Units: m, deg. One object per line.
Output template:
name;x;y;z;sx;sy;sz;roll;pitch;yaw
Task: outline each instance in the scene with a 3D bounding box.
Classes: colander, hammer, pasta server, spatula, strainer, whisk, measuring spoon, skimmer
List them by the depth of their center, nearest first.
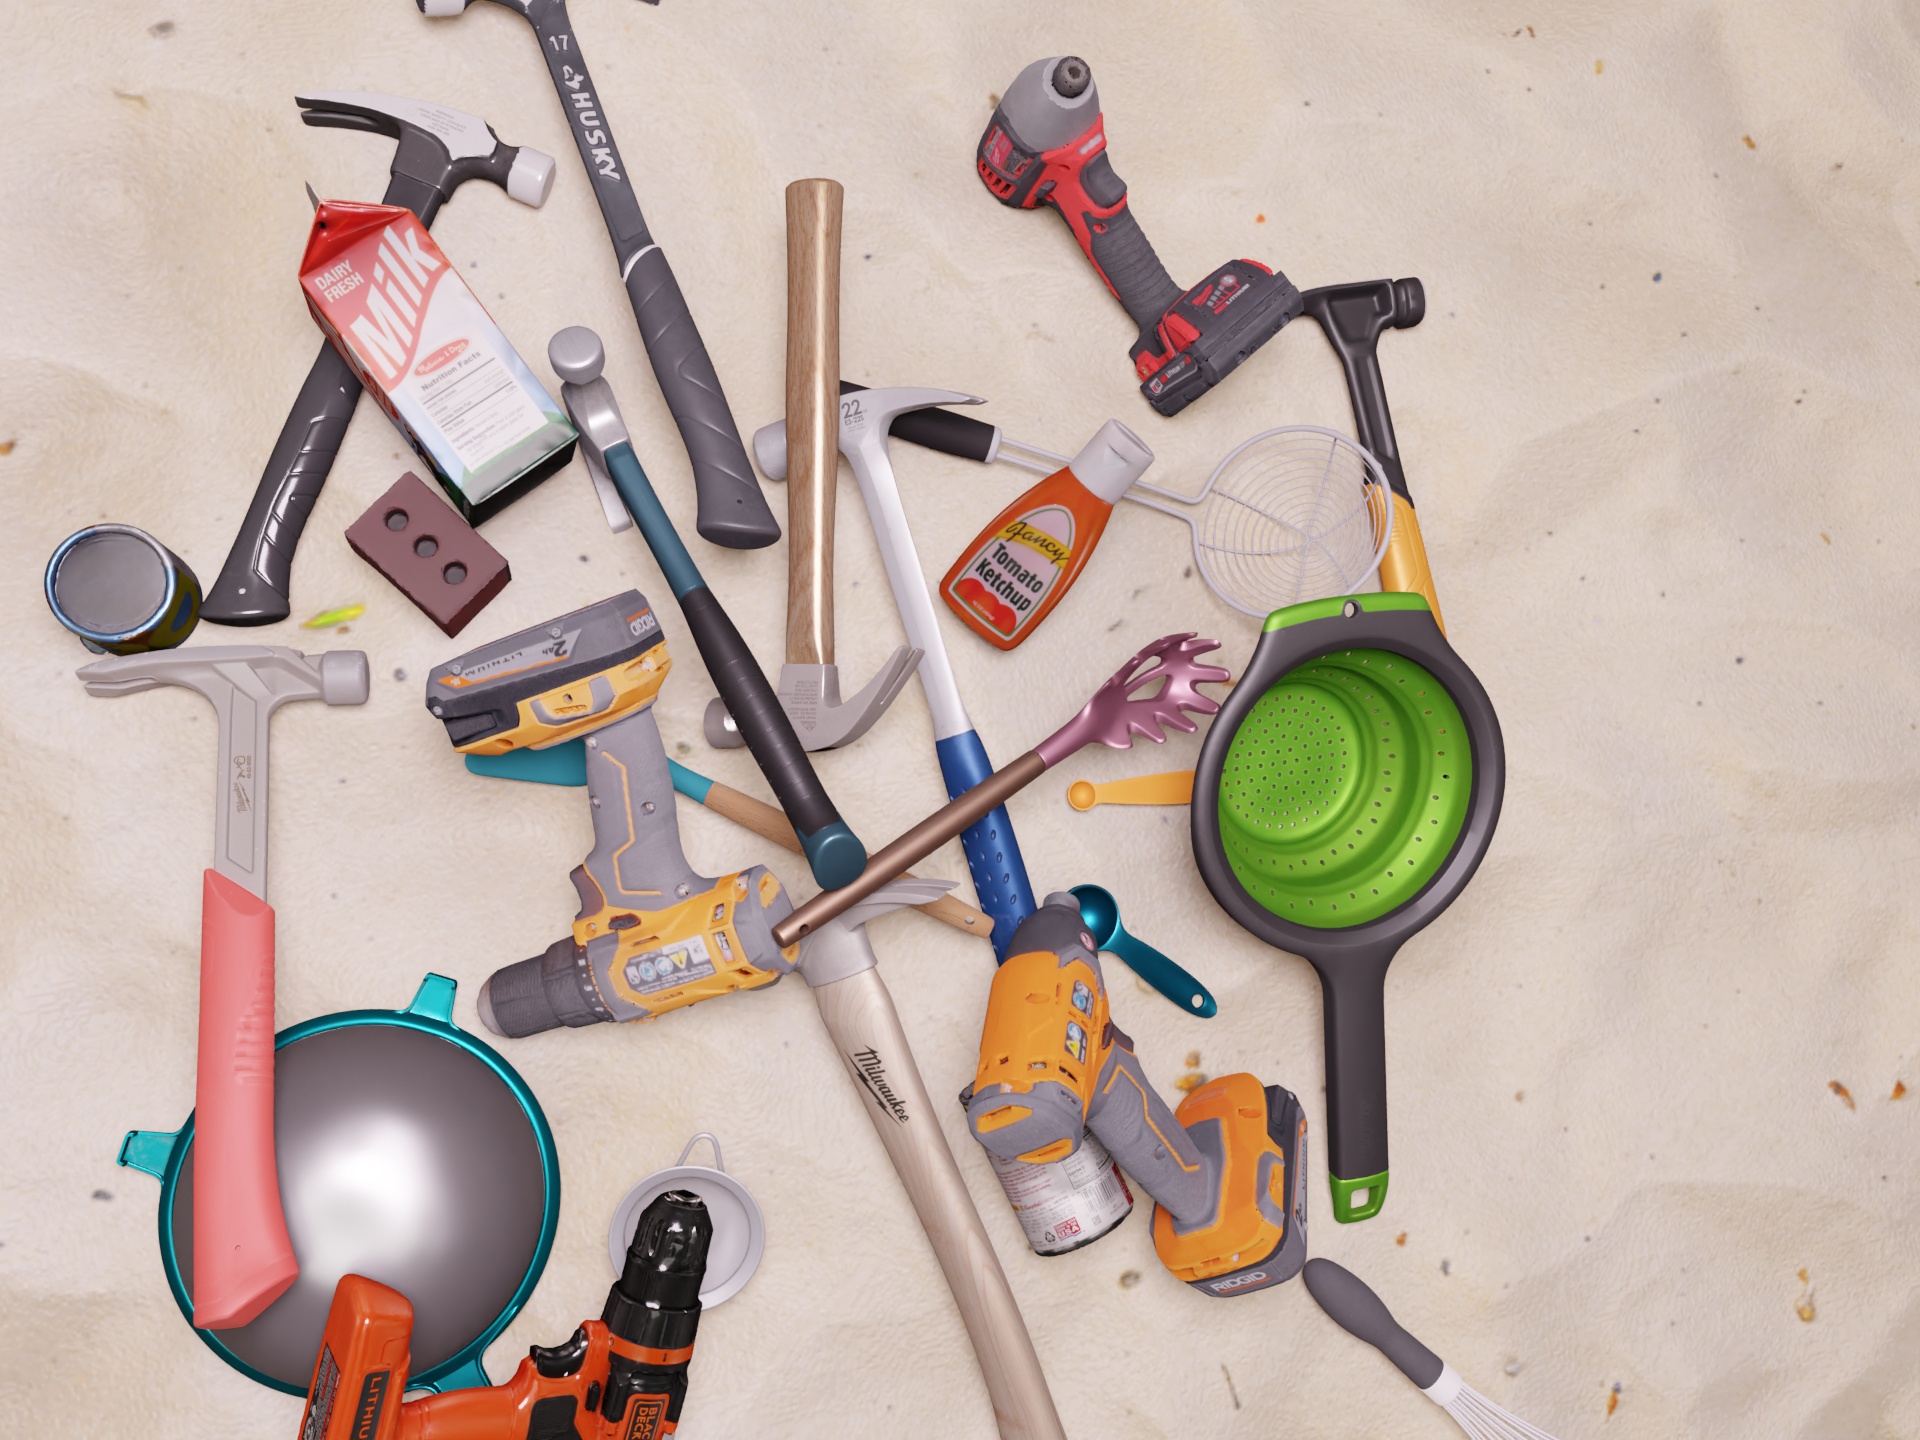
hammer;-0.382;0.123;0.819;0.149;0.036;0.359;-4;64;-14
strainer;-0.291;0.318;0.840;0.211;0.095;0.340;-28;88;-14
hammer;-0.140;-0.055;0.872;0.033;0.128;0.331;-26;72;-13
strainer;-0.164;0.355;0.892;0.087;0.050;0.258;9;87;-9
pasta server;0.028;0.038;0.896;0.316;0.040;0.060;-33;117;-25
hammer;0.005;0.290;0.907;0.146;0.038;0.410;-21;92;27
hammer;-0.084;-0.147;0.922;0.130;0.031;0.331;1;90;23
hammer;-0.364;-0.210;0.923;0.146;0.035;0.335;20;79;-10
spatula;-0.125;0.056;0.923;0.317;0.044;0.082;25;93;-1
hammer;-0.188;-0.284;0.930;0.149;0.036;0.409;-17;78;-23
hammer;-0.002;-0.003;0.950;0.144;0.035;0.405;-17;91;22
whisk;0.319;0.430;0.980;0.284;0.070;0.070;41;77;1
skimmer;0.083;-0.159;0.982;0.363;0.090;0.127;15;86;-9
colander;0.225;0.114;0.990;0.204;0.094;0.397;-8;102;-15
measuring spoon;0.108;0.147;0.991;0.128;0.021;0.042;38;76;-14
measuring spoon;0.122;0.044;1.008;0.117;0.011;0.021;-4;83;-16
hammer;0.281;-0.125;1.049;0.127;0.034;0.337;-11;85;-14

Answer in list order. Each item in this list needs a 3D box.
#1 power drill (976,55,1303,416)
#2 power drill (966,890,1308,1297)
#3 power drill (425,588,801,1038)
power drill;0.102;-0.305;0.980;0.078;0.143;0.219;-41;95;-11
power drill;0.102;0.207;0.901;0.226;0.084;0.164;41;38;-24
power drill;-0.210;0.062;0.869;0.185;0.084;0.226;-19;100;11
